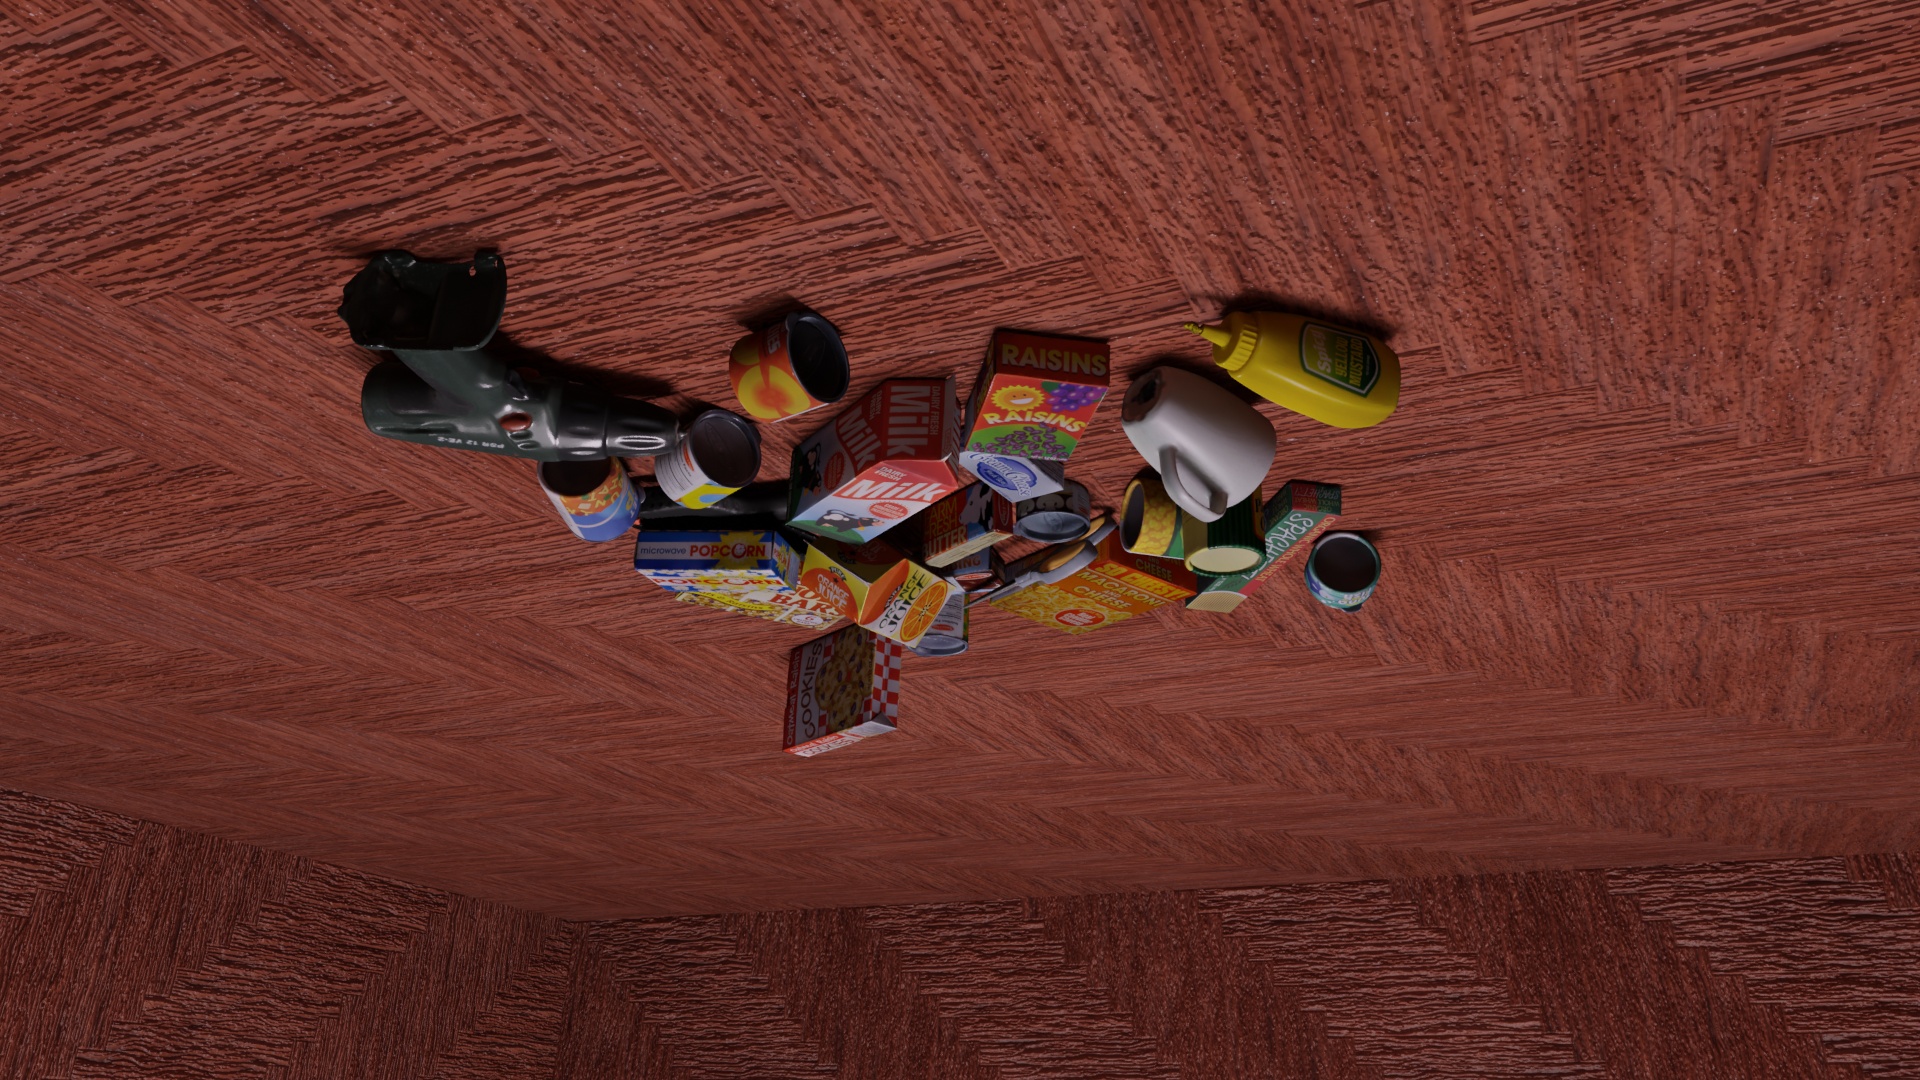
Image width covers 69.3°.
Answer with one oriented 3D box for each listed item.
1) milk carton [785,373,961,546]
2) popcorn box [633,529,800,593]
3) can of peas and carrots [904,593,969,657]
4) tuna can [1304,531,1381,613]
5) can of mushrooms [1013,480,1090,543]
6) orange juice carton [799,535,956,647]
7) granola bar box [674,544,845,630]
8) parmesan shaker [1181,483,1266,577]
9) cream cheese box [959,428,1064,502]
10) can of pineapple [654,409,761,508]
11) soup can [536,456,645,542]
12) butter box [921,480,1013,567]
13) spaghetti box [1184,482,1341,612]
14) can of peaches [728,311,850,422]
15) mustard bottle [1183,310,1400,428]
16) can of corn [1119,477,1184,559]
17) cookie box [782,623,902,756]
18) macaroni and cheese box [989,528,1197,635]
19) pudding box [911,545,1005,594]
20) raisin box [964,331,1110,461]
[{"bbox_3d":[-0.059,-0.064,1.095,0.073,0.072,0.190,18,151,-31],"label":"milk carton"},{"bbox_3d":[-0.216,0.019,1.239,0.127,0.038,0.085,0,163,9],"label":"popcorn box"},{"bbox_3d":[-0.024,0.084,1.442,0.071,0.059,0.070,2,156,1],"label":"can of peas and carrots"},{"bbox_3d":[0.354,0.029,1.283,0.071,0.071,0.032,-1,154,5],"label":"tuna can"},{"bbox_3d":[0.079,-0.026,1.222,0.071,0.033,0.070,1,156,0],"label":"can of mushrooms"},{"bbox_3d":[-0.078,0.036,1.247,0.072,0.073,0.192,34,180,21],"label":"orange juice carton"},{"bbox_3d":[-0.184,0.041,1.378,0.166,0.039,0.123,14,153,-27],"label":"granola bar box"},{"bbox_3d":[0.211,-0.028,1.124,0.071,0.103,0.071,1,156,1],"label":"parmesan shaker"},{"bbox_3d":[0.039,-0.066,1.146,0.053,0.024,0.103,-15,152,29],"label":"cream cheese box"},{"bbox_3d":[-0.201,-0.064,1.112,0.071,0.071,0.057,21,150,-37],"label":"can of pineapple"},{"bbox_3d":[-0.307,-0.046,1.161,0.071,0.071,0.083,1,155,2],"label":"soup can"},{"bbox_3d":[0.004,-0.015,1.226,0.024,0.053,0.103,17,152,-36],"label":"butter box"},{"bbox_3d":[0.277,0.011,1.299,0.050,0.029,0.249,6,156,-12],"label":"spaghetti box"},{"bbox_3d":[-0.122,-0.123,0.978,0.058,0.071,0.071,-15,151,33],"label":"can of peaches"},{"bbox_3d":[0.226,-0.125,0.957,0.160,0.065,0.048,14,157,-18],"label":"mustard bottle"},{"bbox_3d":[0.175,-0.021,1.191,0.058,0.071,0.071,7,155,-12],"label":"can of corn"},{"bbox_3d":[-0.134,0.164,1.550,0.040,0.123,0.167,22,149,-36],"label":"cookie box"},{"bbox_3d":[0.128,0.041,1.361,0.124,0.040,0.166,20,150,-35],"label":"macaroni and cheese box"},{"bbox_3d":[-0.002,0.031,1.357,0.083,0.030,0.049,-7,153,18],"label":"pudding box"},{"bbox_3d":[0.055,-0.106,1.037,0.086,0.040,0.123,6,157,-8],"label":"raisin box"}]
